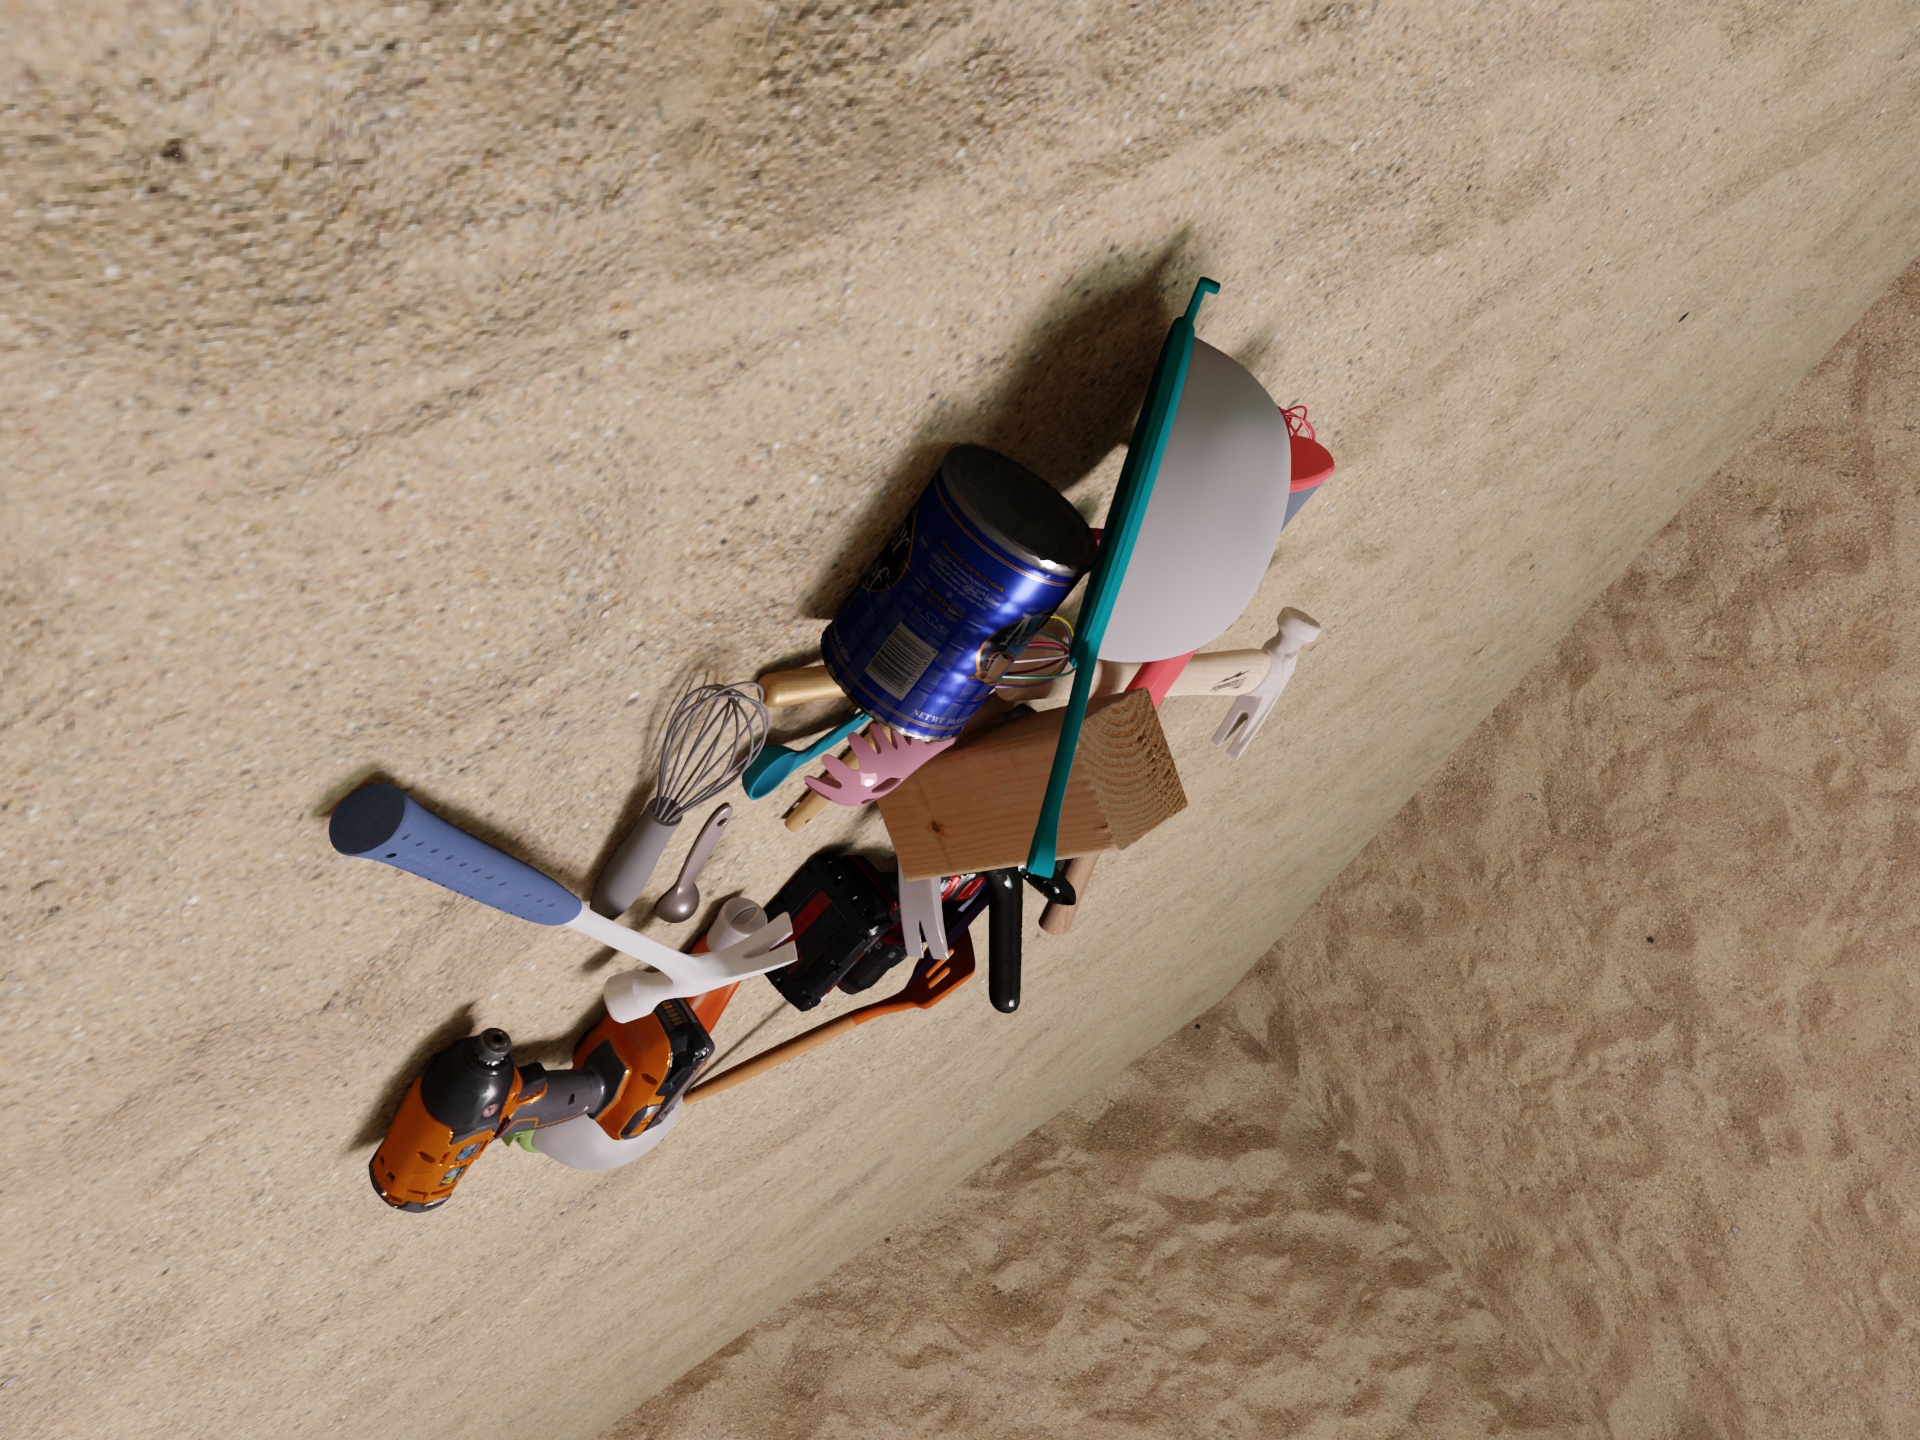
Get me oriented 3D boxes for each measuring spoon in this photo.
[{"bbox_3d":[-0.101,0.012,1.054,0.128,0.021,0.042,-35,161,-44],"label":"measuring spoon"},{"bbox_3d":[-0.177,0.102,1.093,0.034,0.018,0.124,-20,151,-45],"label":"measuring spoon"}]

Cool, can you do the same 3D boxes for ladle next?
[{"bbox_3d":[-0.013,-0.028,1.106,0.315,0.031,0.069,-44,163,14],"label":"ladle"}]

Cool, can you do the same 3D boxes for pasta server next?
[{"bbox_3d":[-0.002,-0.004,1.119,0.060,0.040,0.316,-46,171,34],"label":"pasta server"}]

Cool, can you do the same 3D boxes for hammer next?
[{"bbox_3d":[0.155,-0.027,1.277,0.410,0.038,0.146,-3,126,-52],"label":"hammer"},{"bbox_3d":[0.161,-0.047,1.157,0.143,0.038,0.386,-12,145,-42],"label":"hammer"},{"bbox_3d":[0.139,0.042,1.389,0.130,0.031,0.331,-5,121,-54],"label":"hammer"},{"bbox_3d":[-0.224,0.112,0.937,0.144,0.035,0.405,-19,157,8],"label":"hammer"},{"bbox_3d":[0.032,0.122,1.361,0.035,0.146,0.334,0,176,24],"label":"hammer"}]

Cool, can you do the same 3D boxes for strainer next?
[{"bbox_3d":[0.120,-0.062,0.904,0.211,0.095,0.340,104,2,-70],"label":"strainer"},{"bbox_3d":[-0.280,0.348,1.359,0.151,0.069,0.256,-36,159,-12],"label":"strainer"}]

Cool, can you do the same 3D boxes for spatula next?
[{"bbox_3d":[0.038,0.145,1.463,0.316,0.018,0.059,-43,169,-49],"label":"spatula"},{"bbox_3d":[-0.123,0.280,1.470,0.322,0.081,0.041,-27,129,9],"label":"spatula"}]

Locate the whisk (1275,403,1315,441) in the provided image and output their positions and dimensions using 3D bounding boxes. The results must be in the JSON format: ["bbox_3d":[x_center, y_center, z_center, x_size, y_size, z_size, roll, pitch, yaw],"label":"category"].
[{"bbox_3d":[0.172,-0.137,1.175,0.073,0.073,0.295,-28,164,-32],"label":"whisk"}]

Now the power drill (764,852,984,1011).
[{"bbox_3d":[-0.085,0.179,1.351,0.188,0.080,0.226,-48,162,20],"label":"power drill"}]

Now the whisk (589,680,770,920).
[{"bbox_3d":[-0.177,0.054,0.960,0.055,0.055,0.239,-19,156,-46],"label":"whisk"}]

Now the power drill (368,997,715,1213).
[{"bbox_3d":[-0.289,0.254,1.129,0.226,0.084,0.164,-9,142,-50],"label":"power drill"}]

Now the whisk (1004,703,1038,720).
[{"bbox_3d":[0.083,0.035,1.385,0.070,0.070,0.284,-41,156,1],"label":"whisk"}]

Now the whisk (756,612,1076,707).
[{"bbox_3d":[-0.020,-0.031,1.016,0.245,0.051,0.047,-10,151,-35],"label":"whisk"}]
